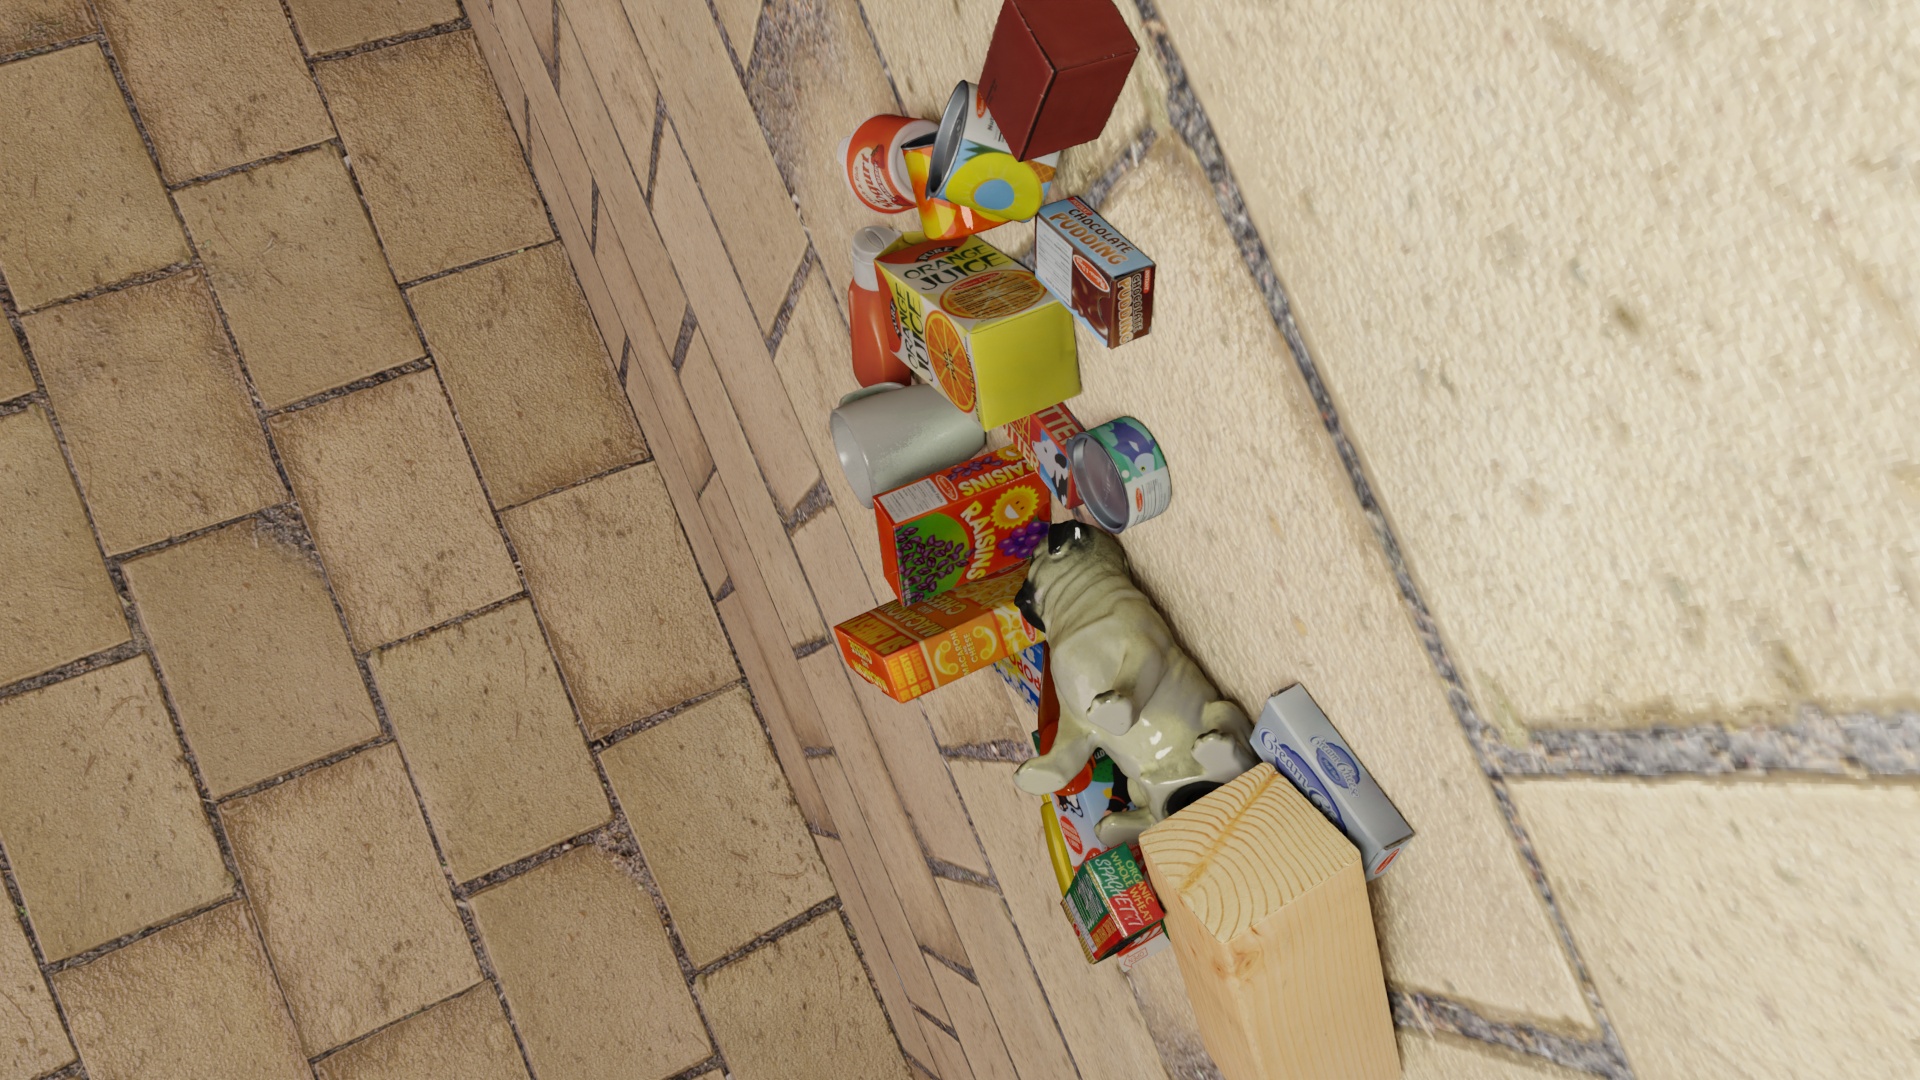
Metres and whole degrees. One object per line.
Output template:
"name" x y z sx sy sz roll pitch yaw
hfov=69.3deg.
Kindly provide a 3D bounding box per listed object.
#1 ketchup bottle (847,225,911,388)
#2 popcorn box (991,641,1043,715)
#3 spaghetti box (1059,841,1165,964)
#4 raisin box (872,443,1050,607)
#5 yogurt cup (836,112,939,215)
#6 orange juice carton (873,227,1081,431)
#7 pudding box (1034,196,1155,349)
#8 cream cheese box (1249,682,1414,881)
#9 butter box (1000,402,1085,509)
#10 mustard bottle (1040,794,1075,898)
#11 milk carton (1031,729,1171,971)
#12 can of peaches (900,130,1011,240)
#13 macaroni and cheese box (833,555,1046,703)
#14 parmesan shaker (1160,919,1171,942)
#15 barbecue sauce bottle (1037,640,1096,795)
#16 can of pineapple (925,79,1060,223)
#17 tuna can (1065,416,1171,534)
"ketchup bottle" -0.067 -0.186 1.130 0.065 0.044 0.148 54 158 34
"popcorn box" 0.057 0.085 1.107 0.127 0.038 0.084 43 149 53
"spaghetti box" 0.093 0.237 0.890 0.050 0.029 0.249 62 171 18
"raisin box" 0.004 -0.013 1.002 0.040 0.124 0.085 53 157 41
"yogurt cup" -0.038 -0.253 0.932 0.054 0.072 0.072 19 130 56
"orange juice carton" 0.000 -0.151 0.929 0.193 0.073 0.071 45 152 51
"pudding box" 0.074 -0.151 0.782 0.084 0.030 0.049 52 156 39
"cream cheese box" 0.202 0.134 0.765 0.104 0.024 0.053 57 159 30
"butter box" 0.056 -0.074 0.939 0.104 0.024 0.052 55 159 35
"mustard bottle" 0.099 0.244 1.136 0.048 0.065 0.160 117 132 -72
"milk carton" 0.122 0.220 1.022 0.073 0.072 0.190 17 128 67
"can of peaches" 0.004 -0.220 0.845 0.071 0.071 0.058 32 141 61
"macaroni and cheese box" 0.005 0.058 1.010 0.124 0.167 0.040 18 129 67
"parmesan shaker" 0.163 0.224 0.907 0.071 0.071 0.102 54 158 36
"barbecue sauce bottle" 0.076 0.116 0.961 0.149 0.043 0.064 -77 -29 -61
"can of pineapple" 0.018 -0.216 0.779 0.071 0.058 0.071 -166 89 -74
"tuna can" 0.096 -0.042 0.846 0.071 0.033 0.070 55 158 35
